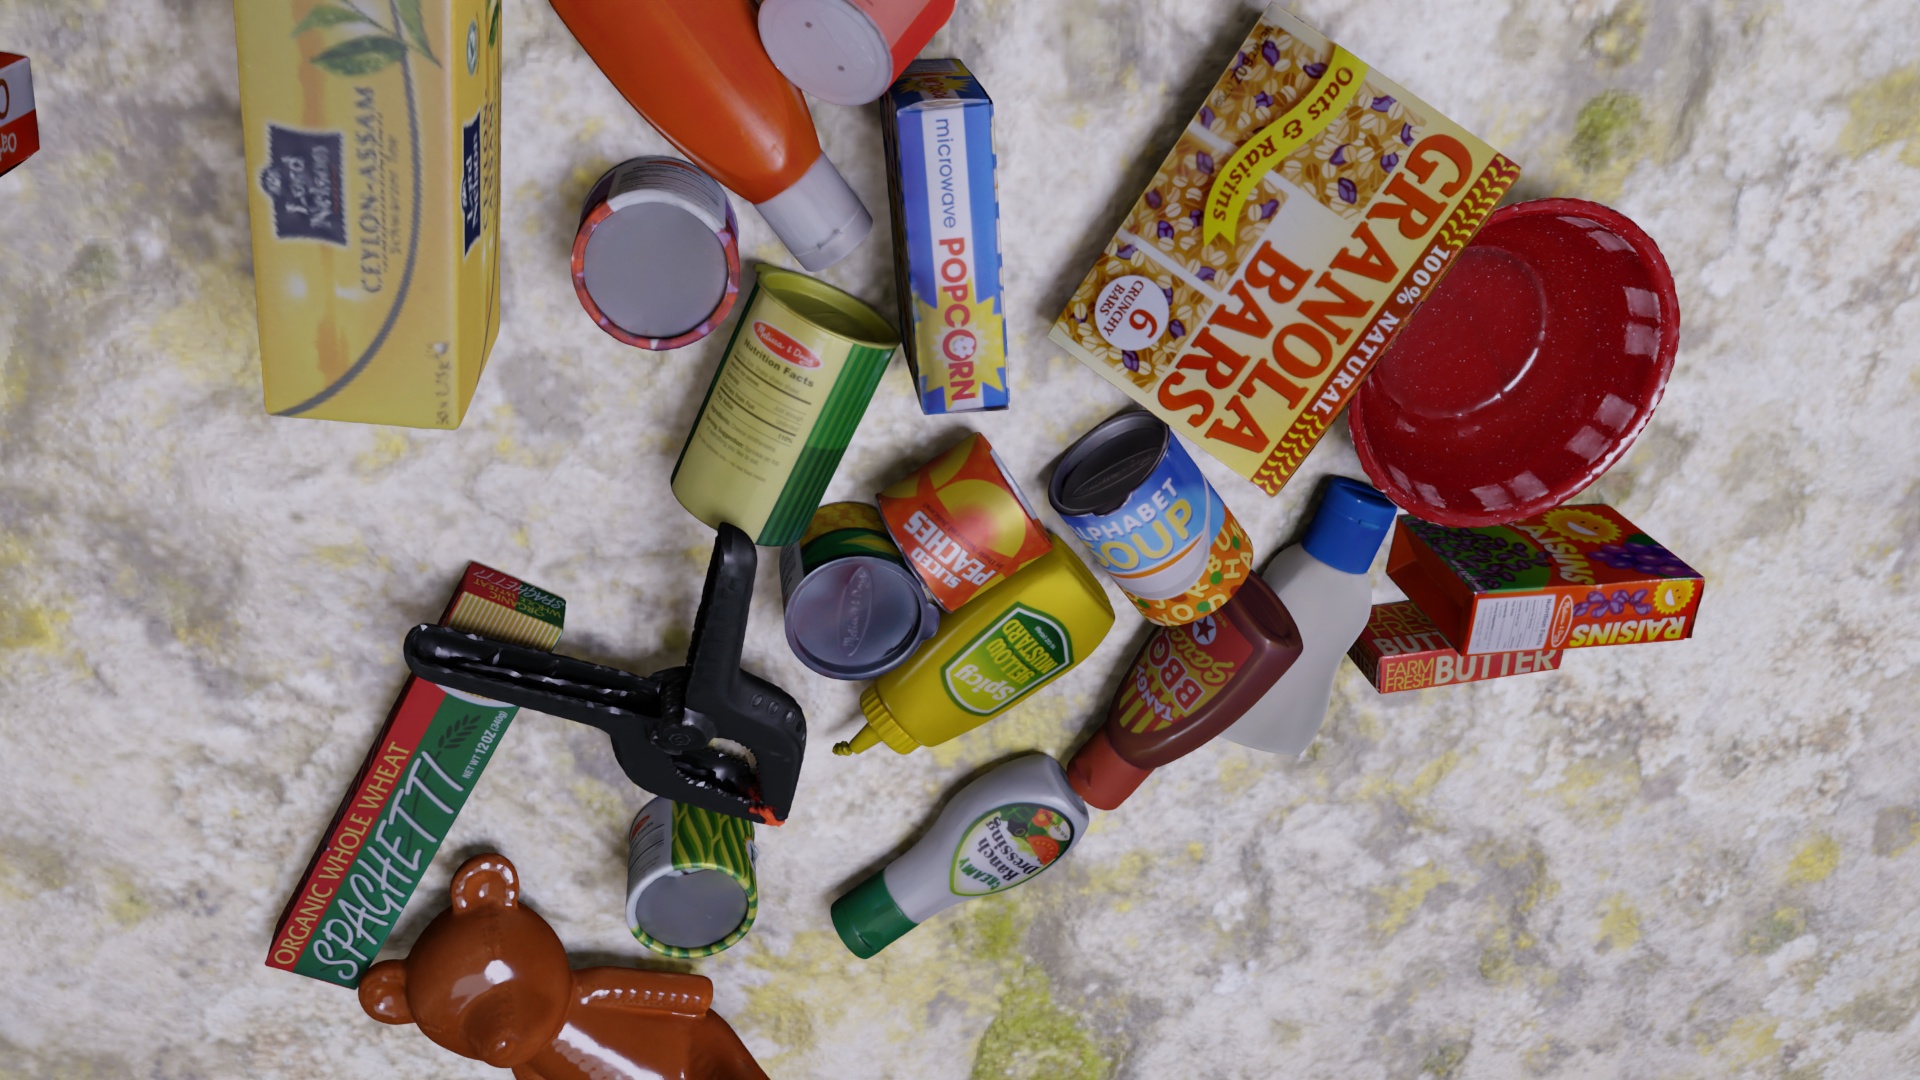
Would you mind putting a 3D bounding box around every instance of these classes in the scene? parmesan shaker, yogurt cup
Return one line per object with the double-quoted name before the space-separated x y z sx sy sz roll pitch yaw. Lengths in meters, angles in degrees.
"parmesan shaker" -0.080 -0.058 0.605 0.071 0.071 0.102 20 113 -20
"yogurt cup" -0.040 -0.202 0.523 0.072 0.054 0.072 19 151 11

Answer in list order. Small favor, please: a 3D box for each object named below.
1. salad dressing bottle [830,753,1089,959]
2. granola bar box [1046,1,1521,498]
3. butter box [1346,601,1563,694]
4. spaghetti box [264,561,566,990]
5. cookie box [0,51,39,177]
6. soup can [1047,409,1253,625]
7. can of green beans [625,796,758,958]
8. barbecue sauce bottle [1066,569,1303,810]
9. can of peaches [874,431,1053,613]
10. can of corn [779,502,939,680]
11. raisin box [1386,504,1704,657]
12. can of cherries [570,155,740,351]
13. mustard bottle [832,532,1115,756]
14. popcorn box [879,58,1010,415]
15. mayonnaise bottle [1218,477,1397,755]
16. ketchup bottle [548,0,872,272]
"salad dressing bottle" -0.002 0.174 0.755 0.147 0.044 0.064 -35 117 8
"granola bar box" 0.135 -0.122 0.597 0.124 0.039 0.165 37 108 7
"butter box" 0.259 0.052 0.737 0.103 0.053 0.024 -7 117 -8
"spaghetti box" -0.270 0.122 0.683 0.050 0.029 0.249 26 110 -23
"cookie box" -0.421 -0.143 0.456 0.168 0.123 0.040 6 118 -14
"soup can" 0.091 -0.008 0.661 0.071 0.071 0.083 -36 119 9
"can of green beans" -0.139 0.172 0.718 0.071 0.058 0.071 -5 119 -9
"barbecue sauce bottle" 0.109 0.081 0.715 0.044 0.065 0.147 8 131 -39
"can of peaches" 0.002 -0.008 0.643 0.058 0.071 0.071 -32 119 6
"can of corn" -0.049 0.023 0.656 0.071 0.058 0.070 -5 118 -9
"raisin box" 0.295 0.019 0.707 0.123 0.086 0.040 -3 117 -9
"can of cherries" -0.124 -0.115 0.568 0.071 0.058 0.071 -5 118 -9
"mustard bottle" 0.000 0.064 0.694 0.160 0.049 0.065 -39 117 10
"popcorn box" -0.007 -0.125 0.570 0.038 0.085 0.126 -8 119 -6
"mayonnaise bottle" 0.179 0.040 0.722 0.065 0.041 0.147 16 112 -12
"ketchup bottle" -0.092 -0.174 0.551 0.064 0.044 0.148 -34 119 9
